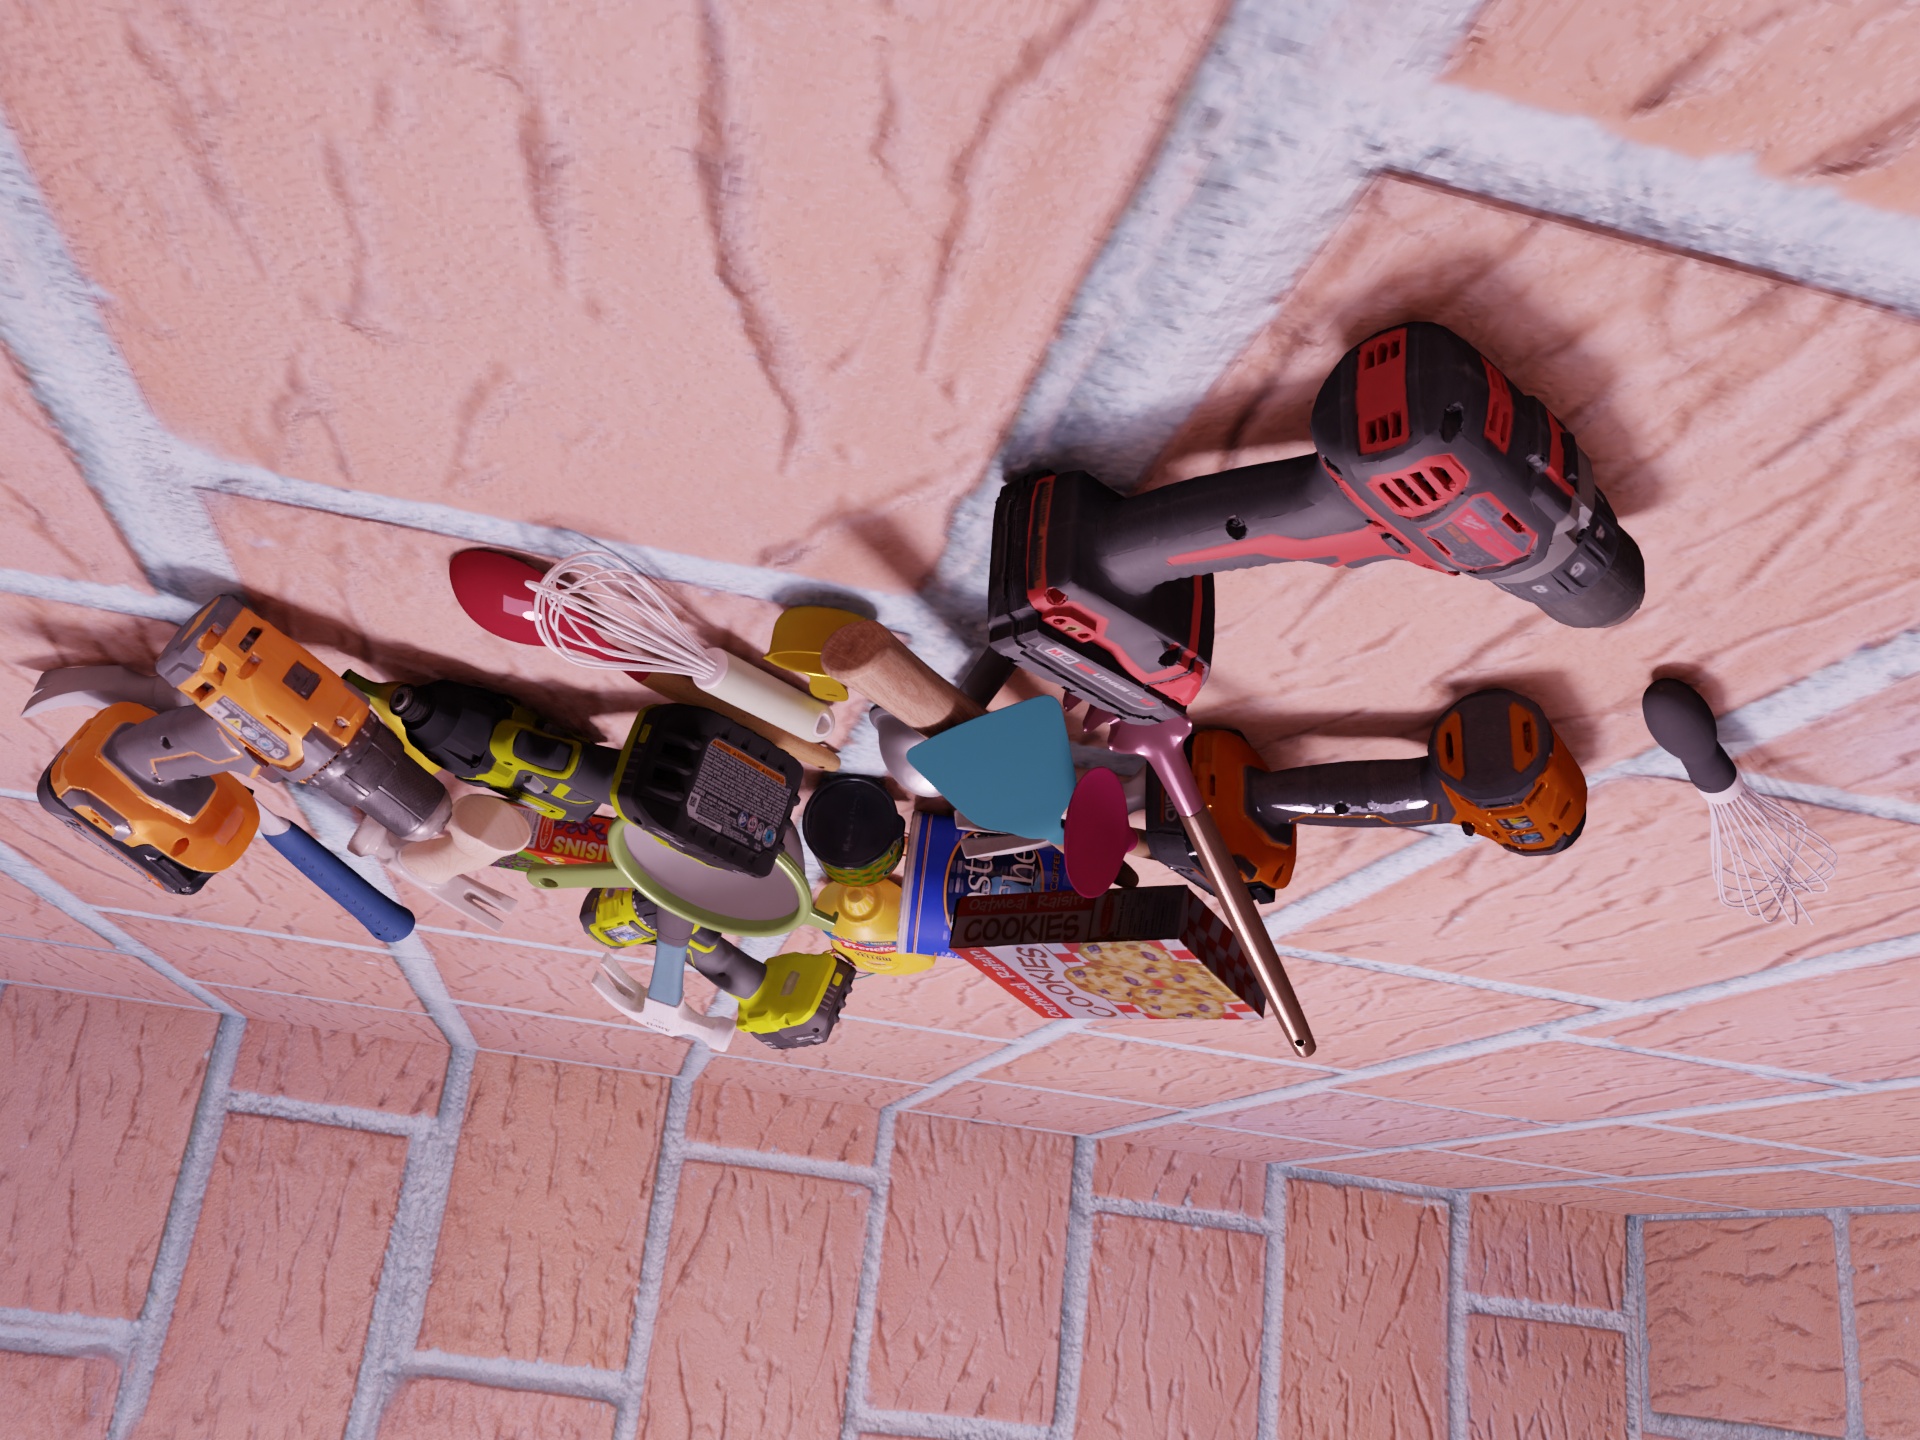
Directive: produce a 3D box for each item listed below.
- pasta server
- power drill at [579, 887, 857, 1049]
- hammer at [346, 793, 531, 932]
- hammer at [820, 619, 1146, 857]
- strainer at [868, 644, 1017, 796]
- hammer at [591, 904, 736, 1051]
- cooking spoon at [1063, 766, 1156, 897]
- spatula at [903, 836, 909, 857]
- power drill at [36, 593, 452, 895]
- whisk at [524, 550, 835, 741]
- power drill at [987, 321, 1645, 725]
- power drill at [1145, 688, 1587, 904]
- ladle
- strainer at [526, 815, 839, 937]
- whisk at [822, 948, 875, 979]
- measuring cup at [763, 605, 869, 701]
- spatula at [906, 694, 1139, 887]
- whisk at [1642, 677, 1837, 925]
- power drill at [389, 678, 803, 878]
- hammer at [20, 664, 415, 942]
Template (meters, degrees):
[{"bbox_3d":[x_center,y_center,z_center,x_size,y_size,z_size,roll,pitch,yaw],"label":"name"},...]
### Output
[{"bbox_3d":[0.134,0.073,0.858,0.060,0.040,0.316,-17,118,22],"label":"pasta server"},{"bbox_3d":[-0.209,0.202,1.415,0.228,0.080,0.190,37,148,-23],"label":"power drill"},{"bbox_3d":[-0.365,0.103,1.180,0.146,0.038,0.410,35,159,-17],"label":"hammer"},{"bbox_3d":[0.014,0.016,0.865,0.130,0.031,0.331,-22,155,17],"label":"hammer"},{"bbox_3d":[-0.001,-0.003,0.903,0.087,0.050,0.258,25,154,-6],"label":"strainer"},{"bbox_3d":[-0.233,0.170,1.302,0.128,0.033,0.330,19,140,0],"label":"hammer"},{"bbox_3d":[0.102,0.072,0.934,0.017,0.069,0.318,5,175,19],"label":"cooking spoon"},{"bbox_3d":[0.055,0.154,1.307,0.081,0.041,0.322,-11,152,42],"label":"spatula"},{"bbox_3d":[-0.436,0.034,0.976,0.226,0.084,0.185,-26,123,34],"label":"power drill"},{"bbox_3d":[-0.142,-0.031,0.866,0.059,0.058,0.246,18,173,34],"label":"whisk"},{"bbox_3d":[0.143,-0.064,0.637,0.227,0.080,0.187,-16,151,41],"label":"power drill"},{"bbox_3d":[0.238,0.050,0.909,0.226,0.084,0.164,-10,155,30],"label":"power drill"},{"bbox_3d":[-0.168,-0.021,0.926,0.069,0.031,0.315,-6,158,33],"label":"ladle"},{"bbox_3d":[-0.210,0.089,1.146,0.256,0.069,0.151,-6,136,33],"label":"strainer"},{"bbox_3d":[-0.031,0.209,1.485,0.245,0.051,0.047,-11,148,34],"label":"whisk"},{"bbox_3d":[-0.072,-0.034,0.873,0.062,0.029,0.156,8,172,-1],"label":"measuring cup"},{"bbox_3d":[0.062,0.058,0.920,0.082,0.044,0.317,-22,159,12],"label":"spatula"},{"bbox_3d":[0.423,0.046,0.869,0.070,0.070,0.284,-9,150,36],"label":"whisk"},{"bbox_3d":[-0.225,0.027,0.970,0.223,0.080,0.171,9,164,31],"label":"power drill"},{"bbox_3d":[-0.529,0.073,1.201,0.144,0.035,0.405,3,150,13],"label":"hammer"}]
